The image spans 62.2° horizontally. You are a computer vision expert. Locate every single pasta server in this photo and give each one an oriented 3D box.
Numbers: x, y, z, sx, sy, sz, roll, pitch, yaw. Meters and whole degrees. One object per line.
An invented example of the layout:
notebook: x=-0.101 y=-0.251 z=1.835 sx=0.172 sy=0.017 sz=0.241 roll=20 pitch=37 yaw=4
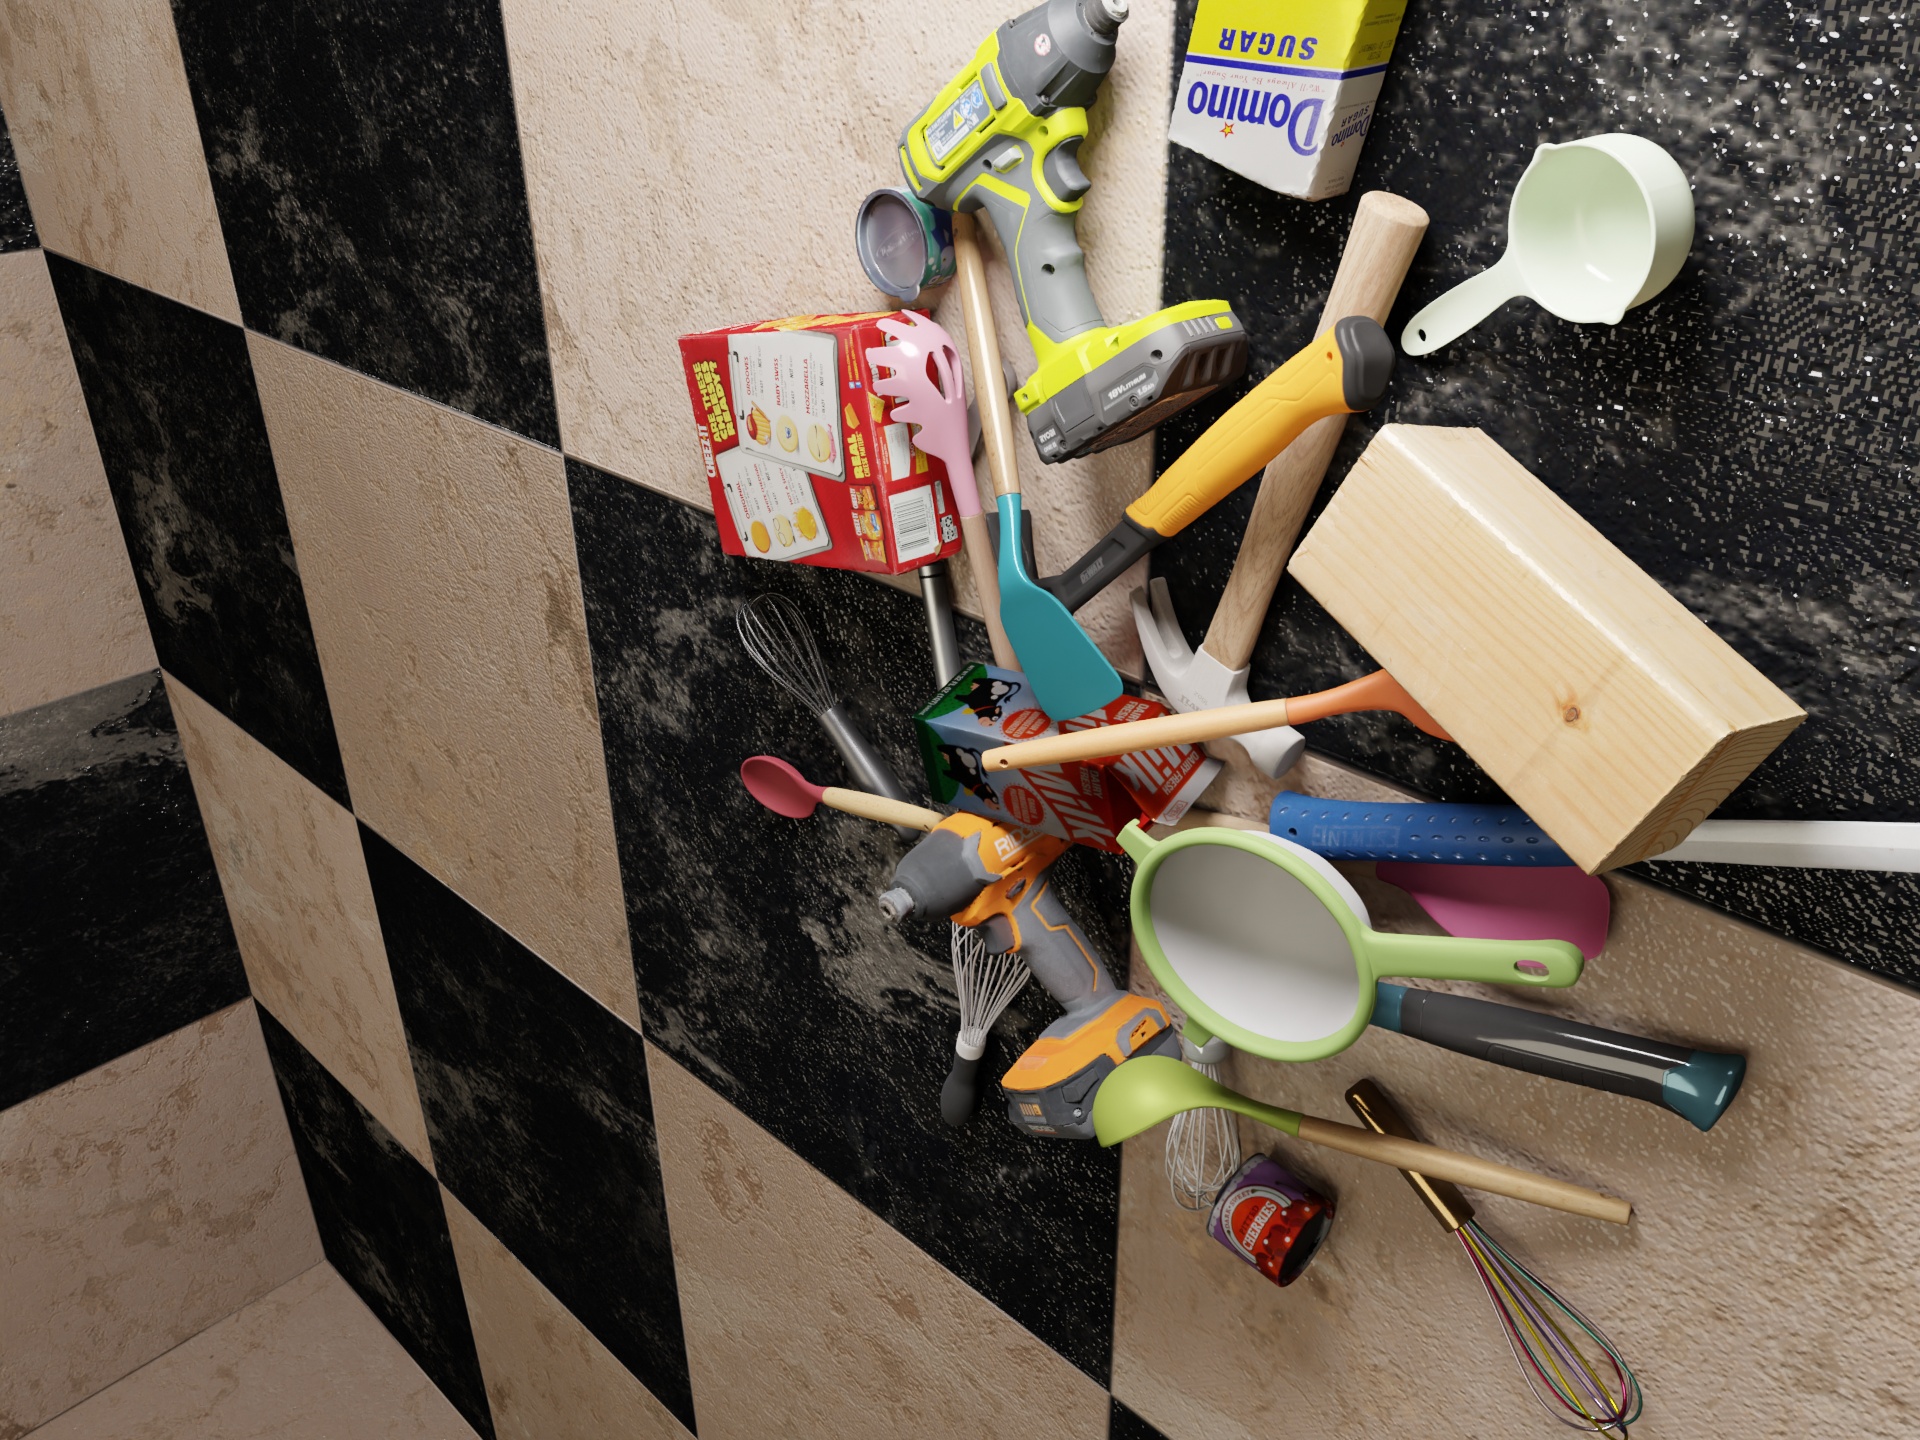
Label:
pasta server: x=0.008 y=-0.112 z=1.041 sx=0.040 sy=0.060 sz=0.316 roll=14 pitch=129 yaw=45

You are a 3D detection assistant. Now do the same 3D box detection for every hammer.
hammer: x=0.115 y=-0.127 z=0.881 sx=0.337 sy=0.034 sz=0.127 roll=-37 pitch=65 yaw=56
hammer: x=0.328 y=0.064 z=0.780 sx=0.406 sy=0.035 sz=0.144 roll=-2 pitch=104 yaw=48
hammer: x=0.176 y=-0.125 z=0.865 sx=0.130 sy=0.031 sz=0.331 roll=39 pitch=136 yaw=28
hammer: x=0.267 y=0.170 z=0.906 sx=0.331 sy=0.033 sz=0.128 roll=8 pitch=107 yaw=41

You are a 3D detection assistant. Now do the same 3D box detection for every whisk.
whisk: x=0.165 y=0.224 z=1.063 sx=0.058 sy=0.059 sz=0.246 roll=30 pitch=127 yaw=55
whisk: x=0.012 y=0.231 z=1.235 sx=0.070 sy=0.070 sz=0.284 roll=39 pitch=140 yaw=28
whisk: x=-0.100 y=-0.006 z=1.236 sx=0.239 sy=0.055 sz=0.055 roll=56 pitch=141 yaw=3
whisk: x=0.314 y=0.319 z=0.949 sx=0.245 sy=0.047 sz=0.051 roll=53 pitch=142 yaw=18

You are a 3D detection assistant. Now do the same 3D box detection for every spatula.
spatula: x=0.033 y=-0.158 z=0.956 sx=0.082 sy=0.044 sz=0.318 roll=-25 pitch=71 yaw=59
spatula: x=0.158 y=0.003 z=0.886 sx=0.322 sy=0.041 sz=0.081 roll=-10 pitch=113 yaw=24

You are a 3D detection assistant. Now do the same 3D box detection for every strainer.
strainer: x=0.214 y=0.111 z=0.860 sx=0.256 sy=0.069 sz=0.151 roll=-3 pitch=115 yaw=42
strainer: x=-0.002 y=-0.004 z=1.128 sx=0.087 sy=0.050 sz=0.258 roll=-87 pitch=-12 yaw=-78

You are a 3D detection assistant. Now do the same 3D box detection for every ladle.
ladle: x=0.230 y=0.263 z=0.957 sx=0.320 sy=0.078 sz=0.062 roll=9 pitch=100 yaw=27
ladle: x=-0.091 y=0.061 z=1.227 sx=0.069 sy=0.031 sz=0.315 roll=53 pitch=159 yaw=-22

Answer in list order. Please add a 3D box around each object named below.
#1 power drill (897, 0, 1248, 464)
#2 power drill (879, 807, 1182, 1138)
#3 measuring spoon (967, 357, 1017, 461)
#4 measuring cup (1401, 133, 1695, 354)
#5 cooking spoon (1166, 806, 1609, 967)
power drill: x=0.063 y=-0.271 z=0.880 sx=0.171 sy=0.080 sz=0.223 roll=-24 pitch=89 yaw=52
power drill: x=0.043 y=0.164 z=1.073 sx=0.084 sy=0.164 sz=0.226 roll=-17 pitch=99 yaw=54
measuring spoon: x=0.012 y=-0.190 z=1.034 sx=0.034 sy=0.018 sz=0.124 roll=53 pitch=147 yaw=17
measuring cup: x=0.264 y=-0.207 z=0.728 sx=0.083 sy=0.038 sz=0.167 roll=67 pitch=158 yaw=1
cooking spoon: x=0.225 y=0.080 z=0.934 sx=0.319 sy=0.017 sz=0.068 roll=12 pitch=103 yaw=45
